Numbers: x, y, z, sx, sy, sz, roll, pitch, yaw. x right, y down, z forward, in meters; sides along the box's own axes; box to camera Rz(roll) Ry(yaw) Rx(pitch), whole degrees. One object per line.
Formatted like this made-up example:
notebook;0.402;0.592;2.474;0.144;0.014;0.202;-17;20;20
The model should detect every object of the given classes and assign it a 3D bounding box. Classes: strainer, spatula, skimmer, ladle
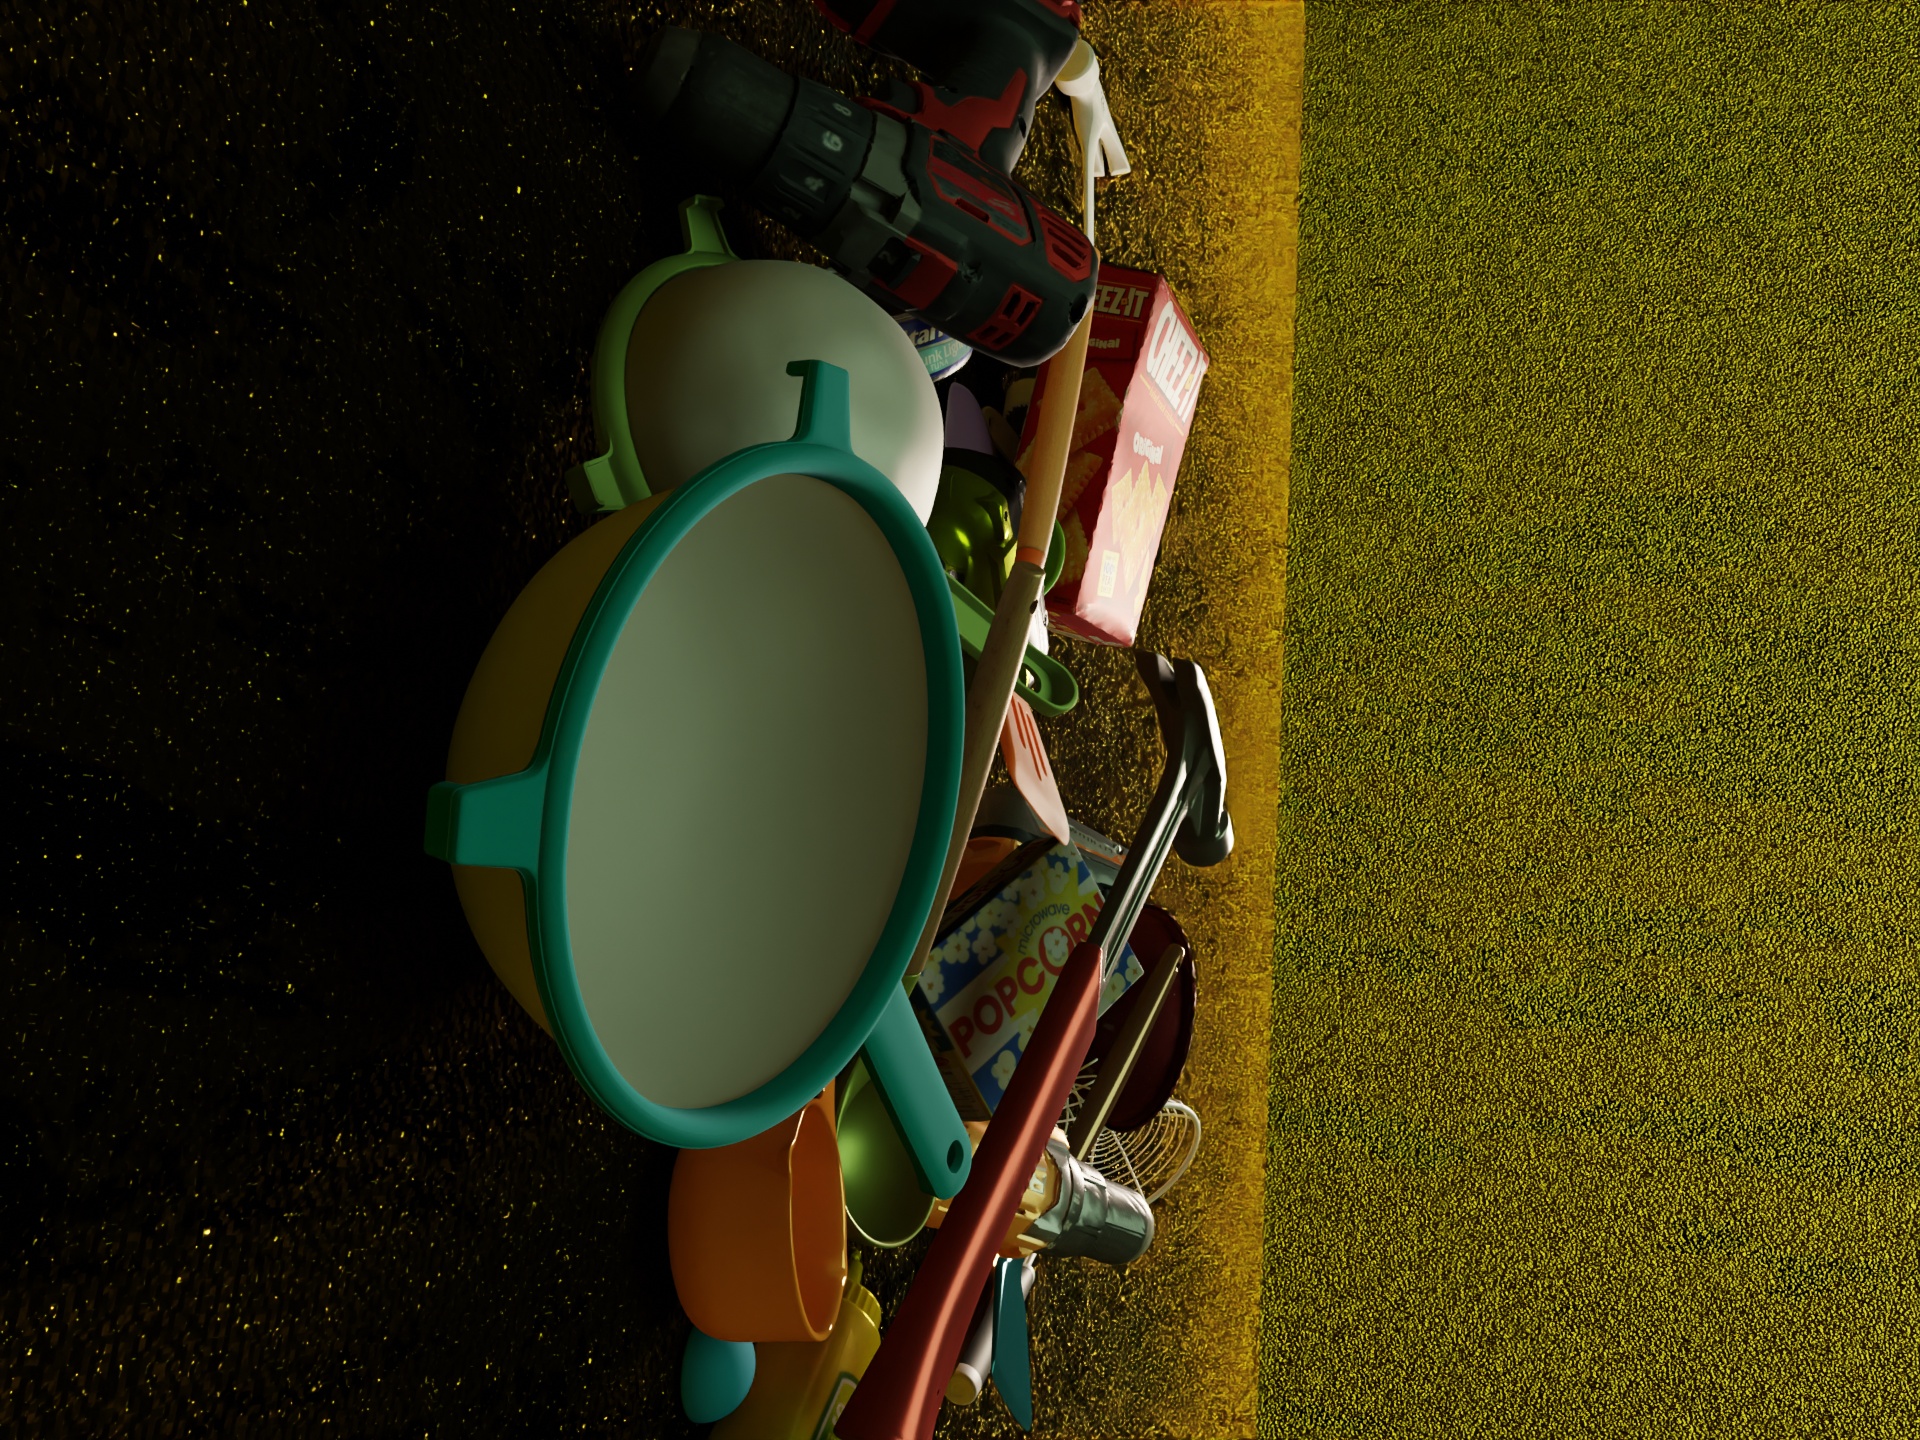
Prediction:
strainer;-0.019;-0.079;0.600;0.256;0.069;0.152;39;49;-34
spatula;0.038;-0.128;1.049;0.315;0.018;0.060;50;42;-63
skimmer;0.083;0.364;1.086;0.127;0.090;0.363;-62;170;21
strainer;-0.073;0.061;0.539;0.211;0.095;0.340;-59;147;-35
spatula;0.047;-0.100;0.764;0.080;0.041;0.323;51;45;-56
spatula;0.082;0.266;0.975;0.318;0.044;0.082;-57;142;-33
ladle;-0.006;0.086;0.661;0.078;0.062;0.320;-26;138;-56

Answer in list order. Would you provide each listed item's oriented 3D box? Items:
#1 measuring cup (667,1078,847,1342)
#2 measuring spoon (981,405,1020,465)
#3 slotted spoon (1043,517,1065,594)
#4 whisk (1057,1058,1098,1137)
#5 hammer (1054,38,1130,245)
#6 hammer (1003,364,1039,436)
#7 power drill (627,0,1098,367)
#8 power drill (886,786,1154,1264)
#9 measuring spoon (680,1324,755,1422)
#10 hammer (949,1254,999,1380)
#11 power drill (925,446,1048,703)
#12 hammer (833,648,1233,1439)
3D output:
measuring cup;-0.078;0.160;0.633;0.174;0.052;0.095;-91;171;-45
measuring spoon;0.033;-0.172;1.045;0.124;0.018;0.034;42;56;-59
slotted spoon;-0.001;-0.003;0.858;0.031;0.070;0.314;61;36;-41
whisk;0.020;0.237;0.948;0.284;0.070;0.070;4;87;-68
hammer;0.098;-0.281;1.177;0.144;0.035;0.406;31;57;-71
hammer;0.010;-0.355;0.922;0.408;0.036;0.149;66;29;-54
power drill;-0.030;-0.261;0.639;0.187;0.080;0.227;23;50;-26
power drill;0.041;0.171;0.853;0.185;0.084;0.226;29;56;-32
measuring spoon;-0.081;0.231;0.658;0.129;0.021;0.042;-65;150;-54
hammer;-0.016;0.356;0.857;0.337;0.034;0.127;-38;125;-69
power drill;-0.027;-0.013;0.743;0.229;0.080;0.190;-59;144;-54
hammer;0.040;0.143;0.700;0.359;0.037;0.149;-61;148;-29
